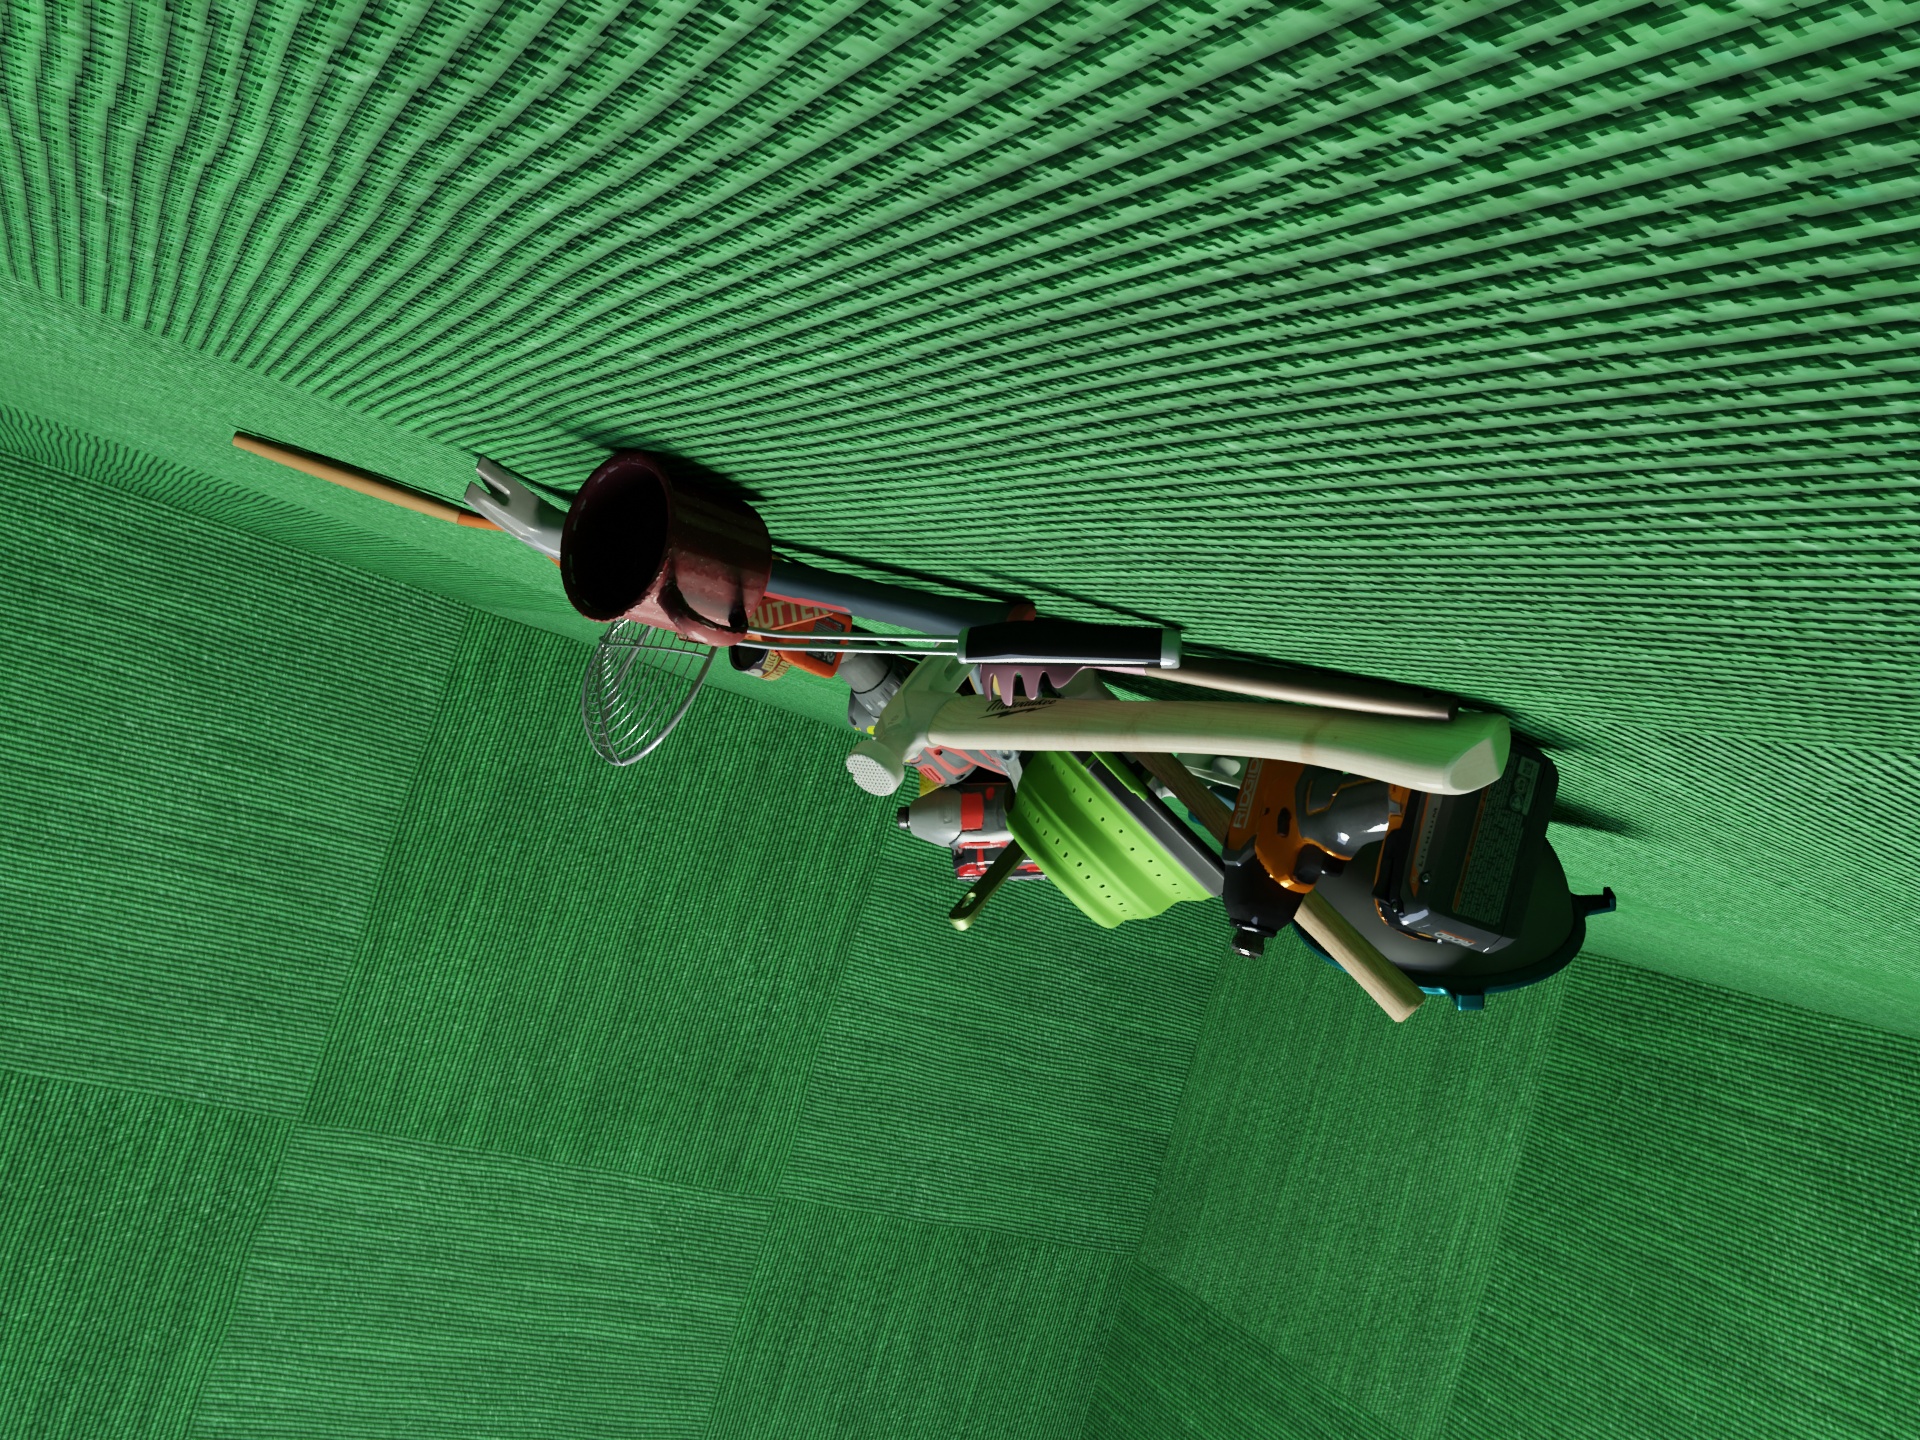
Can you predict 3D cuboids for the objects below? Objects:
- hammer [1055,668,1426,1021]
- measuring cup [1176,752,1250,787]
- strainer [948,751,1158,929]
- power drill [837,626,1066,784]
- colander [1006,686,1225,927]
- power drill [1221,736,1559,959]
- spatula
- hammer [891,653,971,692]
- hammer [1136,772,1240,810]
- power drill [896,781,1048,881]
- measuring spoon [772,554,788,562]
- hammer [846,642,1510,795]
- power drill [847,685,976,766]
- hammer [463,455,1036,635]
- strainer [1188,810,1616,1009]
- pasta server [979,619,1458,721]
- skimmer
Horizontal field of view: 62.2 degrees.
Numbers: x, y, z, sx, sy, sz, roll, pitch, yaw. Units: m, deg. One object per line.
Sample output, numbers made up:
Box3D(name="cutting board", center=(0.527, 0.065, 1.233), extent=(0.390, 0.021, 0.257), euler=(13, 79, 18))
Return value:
Box3D(name="hammer", center=(0.194, 0.082, 1.116), extent=(0.331, 0.031, 0.130), euler=(46, -176, 18))
Box3D(name="measuring cup", center=(0.213, 0.025, 1.265), extent=(0.083, 0.038, 0.167), euler=(17, 174, 8))
Box3D(name="strainer", center=(0.085, 0.102, 1.356), extent=(0.151, 0.256, 0.069), euler=(5, 134, 50))
Box3D(name="power drill", center=(-0.002, -0.004, 1.347), extent=(0.227, 0.080, 0.187), euler=(12, 152, 50))
Box3D(name="colander", center=(0.133, 0.107, 1.199), extent=(0.205, 0.094, 0.396), euler=(47, -176, 32))
Box3D(name="power drill", center=(0.240, 0.077, 0.963), extent=(0.084, 0.164, 0.226), euler=(19, 173, -23))
Box3D(name="spatula", center=(-0.447, -0.172, 1.333), extent=(0.322, 0.041, 0.081), euler=(19, 176, -13))
Box3D(name="hammer", center=(-0.154, -0.075, 1.458), extent=(0.337, 0.034, 0.127), euler=(18, 175, -6))
Box3D(name="hammer", center=(0.293, 0.103, 1.334), extent=(0.128, 0.033, 0.331), euler=(-10, -155, -32))
Box3D(name="power drill", center=(0.026, 0.104, 1.535), extent=(0.143, 0.079, 0.219), euler=(-3, 167, 10))
Box3D(name="measuring spoon", center=(-0.105, -0.102, 1.085), extent=(0.116, 0.011, 0.021), euler=(24, 169, -33))
Box3D(name="hammer", center=(0.123, -0.003, 0.955), extent=(0.411, 0.146, 0.038), euler=(3, 132, 38))
Box3D(name="power drill", center=(-0.007, 0.004, 1.623), extent=(0.190, 0.080, 0.228), euler=(8, 173, 4))
Box3D(name="hammer", center=(-0.135, -0.098, 1.011), extent=(0.386, 0.038, 0.143), euler=(14, 168, 26))
Box3D(name="strainer", center=(0.305, 0.088, 1.206), extent=(0.211, 0.095, 0.341), euler=(-23, -149, -35))
Box3D(name="pasta server", center=(0.135, -0.024, 0.921), extent=(0.316, 0.060, 0.040), euler=(11, 135, 38))
Box3D(name="skimmer", center=(-0.053, -0.028, 0.932), extent=(0.363, 0.127, 0.090), euler=(2, 145, 11))
